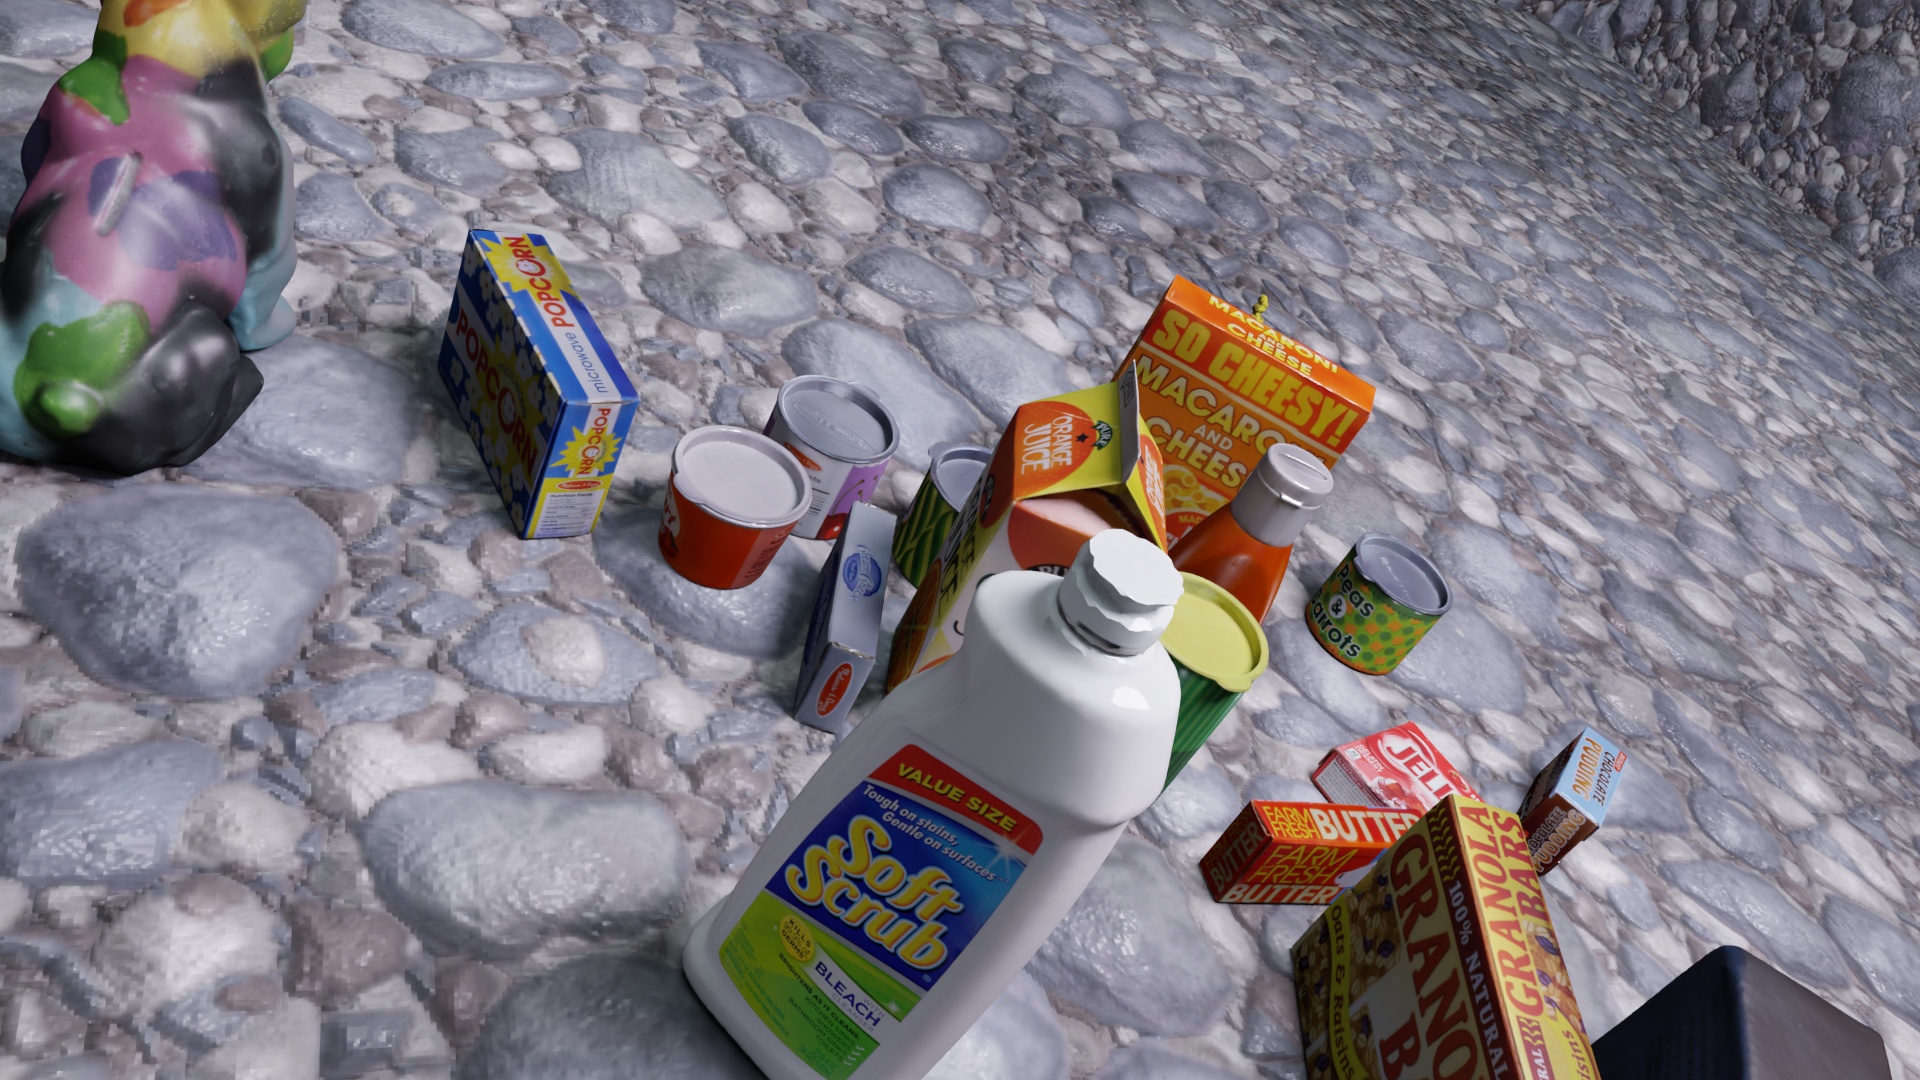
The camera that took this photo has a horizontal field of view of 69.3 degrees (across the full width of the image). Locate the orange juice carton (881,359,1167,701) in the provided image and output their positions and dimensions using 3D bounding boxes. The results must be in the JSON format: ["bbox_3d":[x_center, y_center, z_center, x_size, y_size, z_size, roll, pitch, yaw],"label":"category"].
[{"bbox_3d":[0.034,0.013,0.613,0.073,0.191,0.072,21,37,-11],"label":"orange juice carton"}]

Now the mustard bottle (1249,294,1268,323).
[{"bbox_3d":[0.137,-0.076,0.812,0.065,0.159,0.049,-9,51,-40],"label":"mustard bottle"}]

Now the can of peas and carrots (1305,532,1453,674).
[{"bbox_3d":[0.249,0.039,0.836,0.071,0.058,0.071,18,38,-15],"label":"can of peas and carrots"}]

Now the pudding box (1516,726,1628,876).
[{"bbox_3d":[0.339,0.145,0.777,0.030,0.049,0.084,41,38,15],"label":"pudding box"}]

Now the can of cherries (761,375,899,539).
[{"bbox_3d":[-0.071,-0.044,0.722,0.071,0.058,0.072,18,38,-15],"label":"can of cherries"}]

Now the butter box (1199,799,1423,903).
[{"bbox_3d":[0.170,0.149,0.658,0.103,0.052,0.024,9,41,-26],"label":"butter box"}]

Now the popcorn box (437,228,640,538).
[{"bbox_3d":[-0.201,-0.074,0.651,0.038,0.084,0.127,-8,50,-39],"label":"popcorn box"}]

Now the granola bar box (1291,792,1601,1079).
[{"bbox_3d":[0.187,0.202,0.547,0.039,0.123,0.166,21,37,-11],"label":"granola bar box"}]

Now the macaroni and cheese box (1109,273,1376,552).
[{"bbox_3d":[0.129,-0.046,0.766,0.124,0.165,0.040,30,36,1],"label":"macaroni and cheese box"}]

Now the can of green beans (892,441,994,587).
[{"bbox_3d":[0.004,-0.008,0.730,0.071,0.057,0.071,18,38,-15],"label":"can of green beans"}]

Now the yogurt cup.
[{"bbox_3d":[-0.111,-0.014,0.665,0.072,0.053,0.073,18,38,-15],"label":"yogurt cup"}]

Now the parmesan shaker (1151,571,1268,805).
[{"bbox_3d":[0.090,0.075,0.651,0.071,0.102,0.072,18,38,-15],"label":"parmesan shaker"}]

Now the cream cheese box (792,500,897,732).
[{"bbox_3d":[-0.054,0.034,0.647,0.024,0.053,0.104,20,37,-12],"label":"cream cheese box"}]

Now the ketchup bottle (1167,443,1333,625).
[{"bbox_3d":[0.136,0.017,0.711,0.065,0.148,0.044,26,36,-5],"label":"ketchup bottle"}]
